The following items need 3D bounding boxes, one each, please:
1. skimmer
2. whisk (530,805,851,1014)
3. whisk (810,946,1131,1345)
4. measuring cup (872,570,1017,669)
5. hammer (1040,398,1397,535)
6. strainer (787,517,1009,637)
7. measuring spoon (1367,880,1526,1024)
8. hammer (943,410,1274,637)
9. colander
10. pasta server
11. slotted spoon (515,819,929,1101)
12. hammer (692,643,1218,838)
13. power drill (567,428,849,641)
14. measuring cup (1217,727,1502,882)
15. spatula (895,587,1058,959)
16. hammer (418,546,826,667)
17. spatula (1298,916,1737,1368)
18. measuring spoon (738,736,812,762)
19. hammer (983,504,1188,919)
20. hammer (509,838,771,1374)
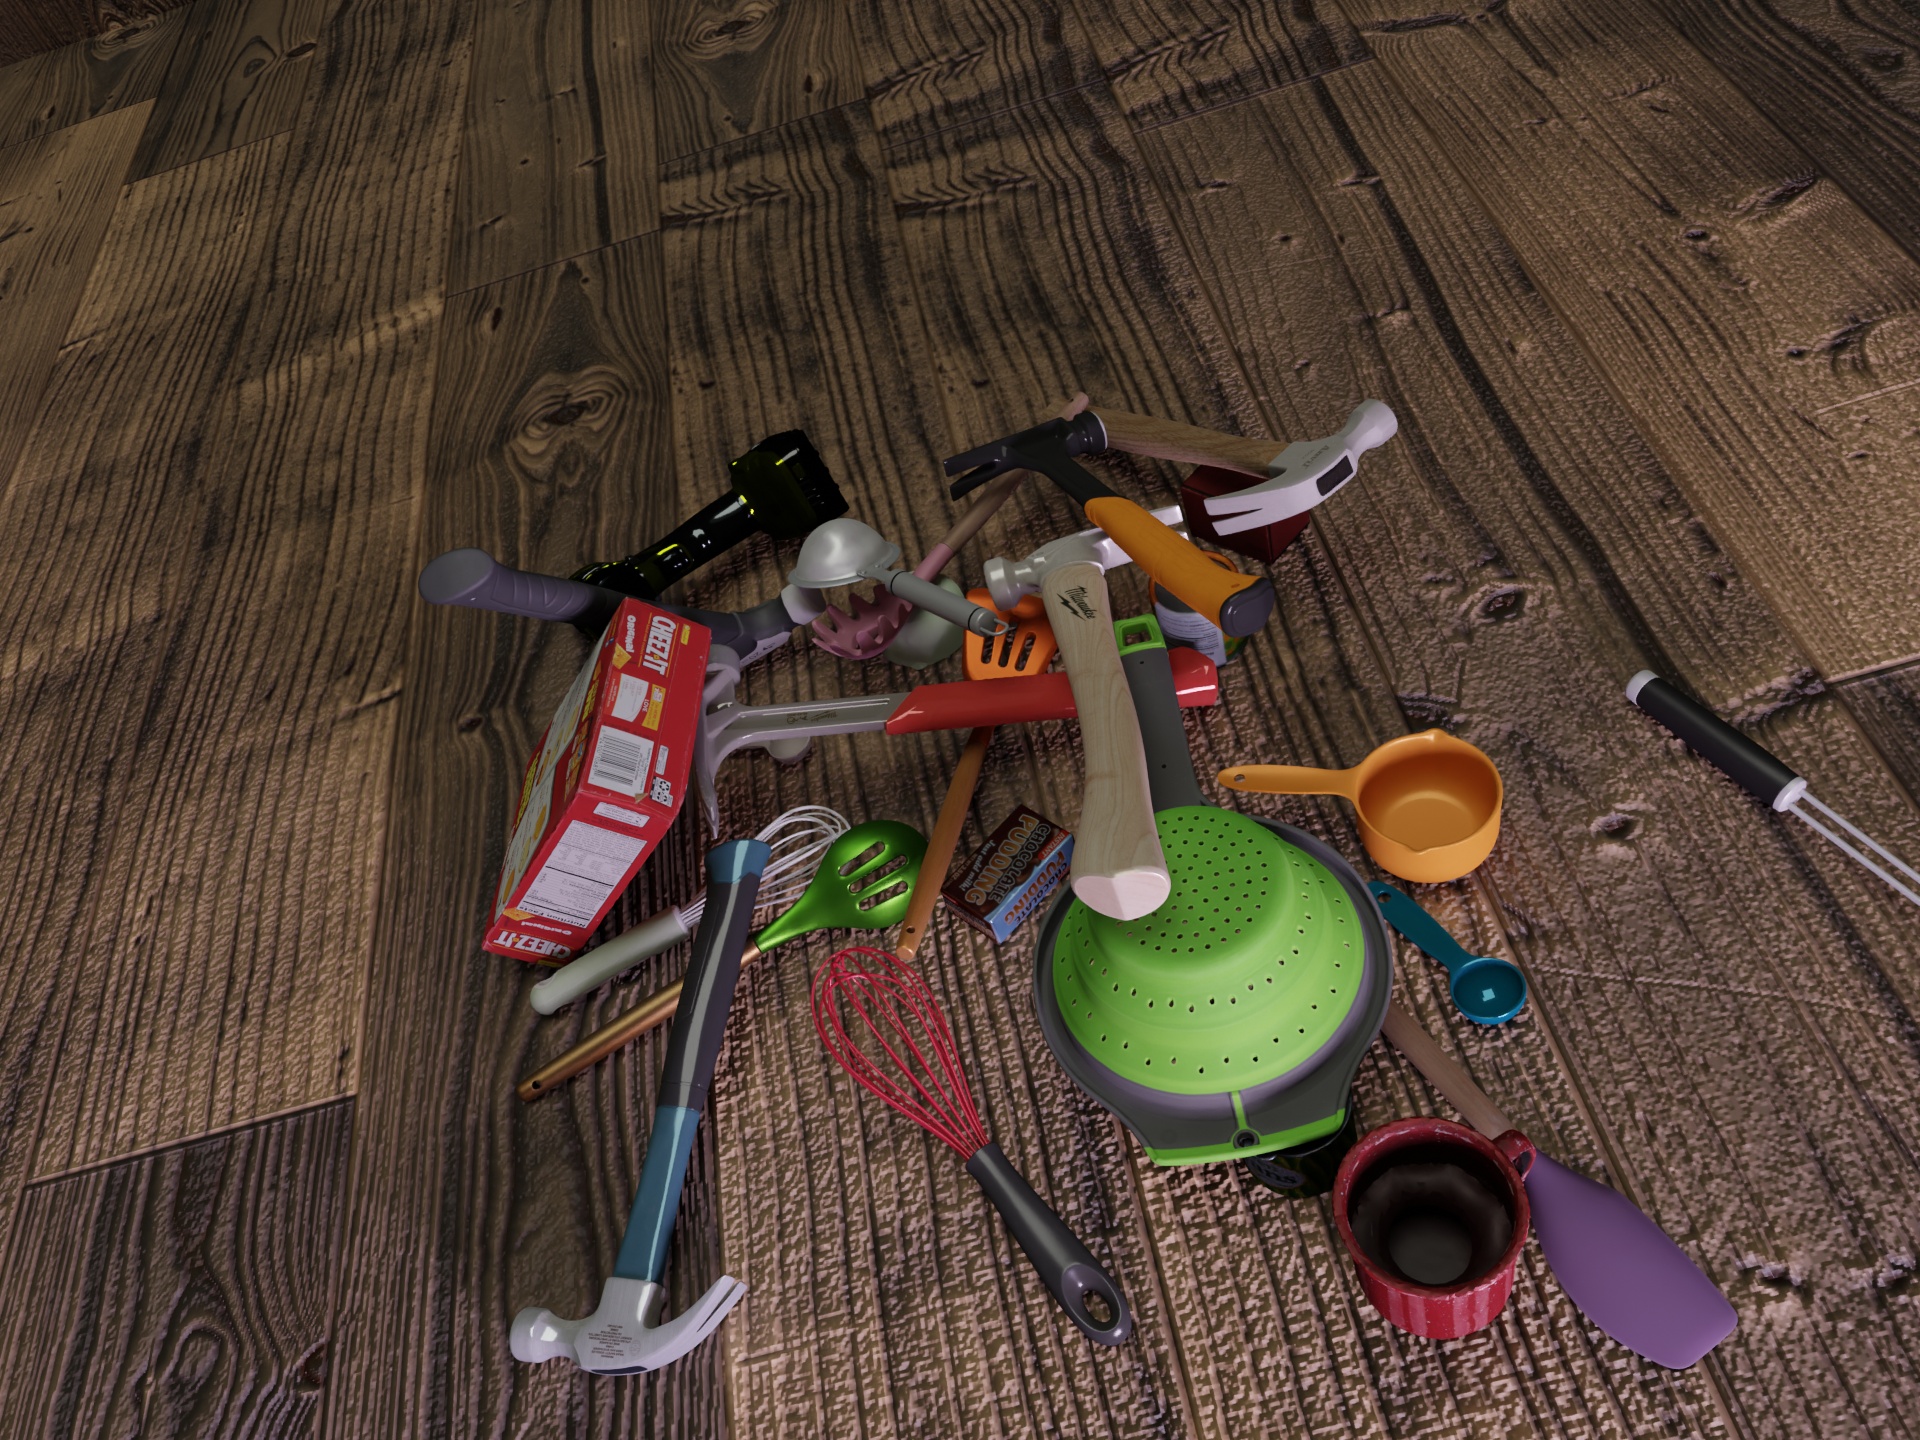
[{"bbox_3d":[0.500,0.069,0.878,0.127,0.090,0.364,-53,45,14],"label":"skimmer"},{"bbox_3d":[-0.183,0.133,1.083,0.246,0.059,0.058,-30,11,-3],"label":"whisk"},{"bbox_3d":[0.002,0.238,0.925,0.073,0.073,0.296,-35,56,-12],"label":"whisk"},{"bbox_3d":[0.011,-0.086,1.203,0.167,0.038,0.083,-6,50,16],"label":"measuring cup"},{"bbox_3d":[0.164,-0.208,1.197,0.130,0.031,0.332,-41,33,-15],"label":"hammer"},{"bbox_3d":[-0.047,-0.102,1.126,0.087,0.050,0.259,-28,35,-27],"label":"strainer"},{"bbox_3d":[0.285,0.138,0.946,0.042,0.021,0.129,-32,40,-8],"label":"measuring spoon"},{"bbox_3d":[0.103,-0.133,1.075,0.127,0.034,0.337,-21,33,-12],"label":"hammer"},{"bbox_3d":[0.125,0.055,0.935,0.204,0.094,0.398,-13,47,8],"label":"colander"},{"bbox_3d":[0.002,-0.153,1.211,0.060,0.040,0.316,15,57,45],"label":"pasta server"},{"bbox_3d":[-0.155,0.163,1.050,0.314,0.031,0.070,-32,89,-4],"label":"slotted spoon"},{"bbox_3d":[-0.002,-0.003,1.080,0.359,0.036,0.149,-5,49,-5],"label":"hammer"},{"bbox_3d":[-0.206,-0.138,1.259,0.223,0.080,0.171,-36,17,-14],"label":"power drill"},{"bbox_3d":[0.250,0.055,1.000,0.174,0.052,0.095,4,53,23],"label":"measuring cup"},{"bbox_3d":[0.005,0.029,1.089,0.081,0.041,0.323,13,46,7],"label":"spatula"},{"bbox_3d":[-0.239,-0.072,1.102,0.146,0.334,0.035,-30,73,23],"label":"hammer"},{"bbox_3d":[0.283,0.216,0.875,0.060,0.018,0.316,-34,50,-7],"label":"spatula"},{"bbox_3d":[-0.163,0.018,1.194,0.124,0.018,0.034,2,52,28],"label":"measuring spoon"},{"bbox_3d":[0.094,-0.021,0.975,0.146,0.038,0.411,-17,30,8],"label":"hammer"},{"bbox_3d":[-0.171,0.226,0.976,0.128,0.033,0.331,1,61,17],"label":"hammer"}]
